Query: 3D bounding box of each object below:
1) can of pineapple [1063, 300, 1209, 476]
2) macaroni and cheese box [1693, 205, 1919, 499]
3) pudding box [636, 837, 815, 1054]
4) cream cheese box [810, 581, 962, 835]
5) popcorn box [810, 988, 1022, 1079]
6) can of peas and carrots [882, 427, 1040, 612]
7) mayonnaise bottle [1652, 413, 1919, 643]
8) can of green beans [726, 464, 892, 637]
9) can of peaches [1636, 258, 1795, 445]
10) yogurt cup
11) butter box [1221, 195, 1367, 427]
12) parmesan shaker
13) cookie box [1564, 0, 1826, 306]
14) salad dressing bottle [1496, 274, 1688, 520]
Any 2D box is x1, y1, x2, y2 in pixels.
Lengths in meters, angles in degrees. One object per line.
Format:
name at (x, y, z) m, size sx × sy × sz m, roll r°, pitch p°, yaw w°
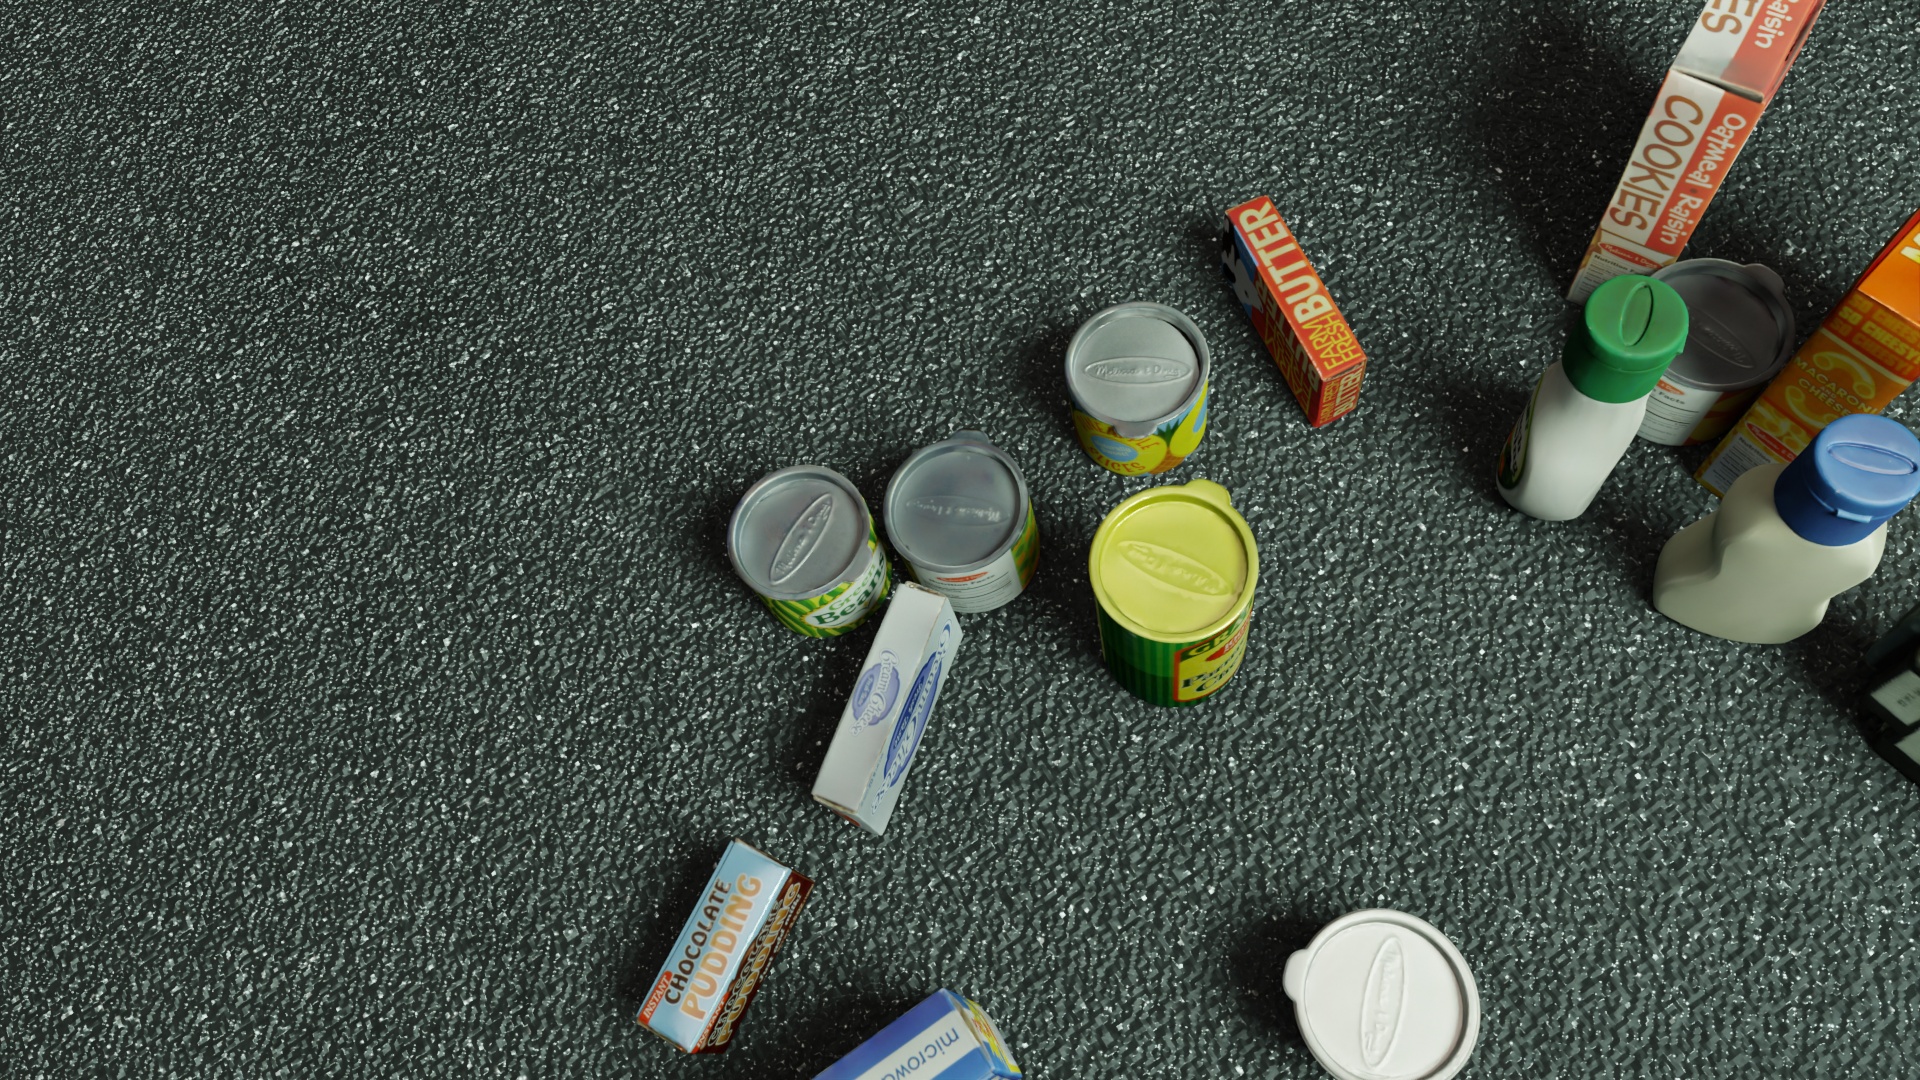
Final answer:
can of pineapple at (0.083, -0.069, 0.658) m, size 0.071 × 0.057 × 0.071 m, roll -3°, pitch 68°, yaw 8°
macaroni and cheese box at (0.376, -0.088, 0.560) m, size 0.124 × 0.166 × 0.040 m, roll -43°, pitch 68°, yaw -9°
pudding box at (-0.099, 0.173, 0.591) m, size 0.030 × 0.049 × 0.084 m, roll 23°, pitch 73°, yaw 17°
cream cheese box at (-0.031, 0.075, 0.619) m, size 0.024 × 0.053 × 0.104 m, roll 17°, pitch 72°, yaw 15°
popcorn box at (-0.041, 0.228, 0.540) m, size 0.127 × 0.085 × 0.038 m, roll -34°, pitch 67°, yaw -5°
can of peas and carrots at (0.002, -0.008, 0.645) m, size 0.071 × 0.058 × 0.071 m, roll -3°, pitch 68°, yaw 8°
mayonnaise bottle at (0.324, -0.001, 0.543) m, size 0.065 × 0.147 × 0.041 m, roll 16°, pitch 72°, yaw 15°
can of green beans at (-0.069, 0.006, 0.651) m, size 0.071 × 0.057 × 0.071 m, roll -3°, pitch 68°, yaw 8°
can of peaches at (0.331, -0.085, 0.625) m, size 0.071 × 0.058 × 0.071 m, roll -3°, pitch 68°, yaw 8°
yogurt cup at (0.163, 0.182, 0.544) m, size 0.072 × 0.053 × 0.072 m, roll -3°, pitch 68°, yaw 8°
butter box at (0.158, -0.109, 0.665) m, size 0.024 × 0.053 × 0.104 m, roll -23°, pitch 66°, yaw -1°
parmesan shaker at (0.093, 0.025, 0.593) m, size 0.071 × 0.102 × 0.071 m, roll -3°, pitch 68°, yaw 8°
cookie box at (0.328, -0.189, 0.609) m, size 0.040 × 0.167 × 0.123 m, roll 27°, pitch 75°, yaw 18°
salad dressing bottle at (0.260, -0.056, 0.576) m, size 0.044 × 0.147 × 0.064 m, roll 19°, pitch 72°, yaw 16°
